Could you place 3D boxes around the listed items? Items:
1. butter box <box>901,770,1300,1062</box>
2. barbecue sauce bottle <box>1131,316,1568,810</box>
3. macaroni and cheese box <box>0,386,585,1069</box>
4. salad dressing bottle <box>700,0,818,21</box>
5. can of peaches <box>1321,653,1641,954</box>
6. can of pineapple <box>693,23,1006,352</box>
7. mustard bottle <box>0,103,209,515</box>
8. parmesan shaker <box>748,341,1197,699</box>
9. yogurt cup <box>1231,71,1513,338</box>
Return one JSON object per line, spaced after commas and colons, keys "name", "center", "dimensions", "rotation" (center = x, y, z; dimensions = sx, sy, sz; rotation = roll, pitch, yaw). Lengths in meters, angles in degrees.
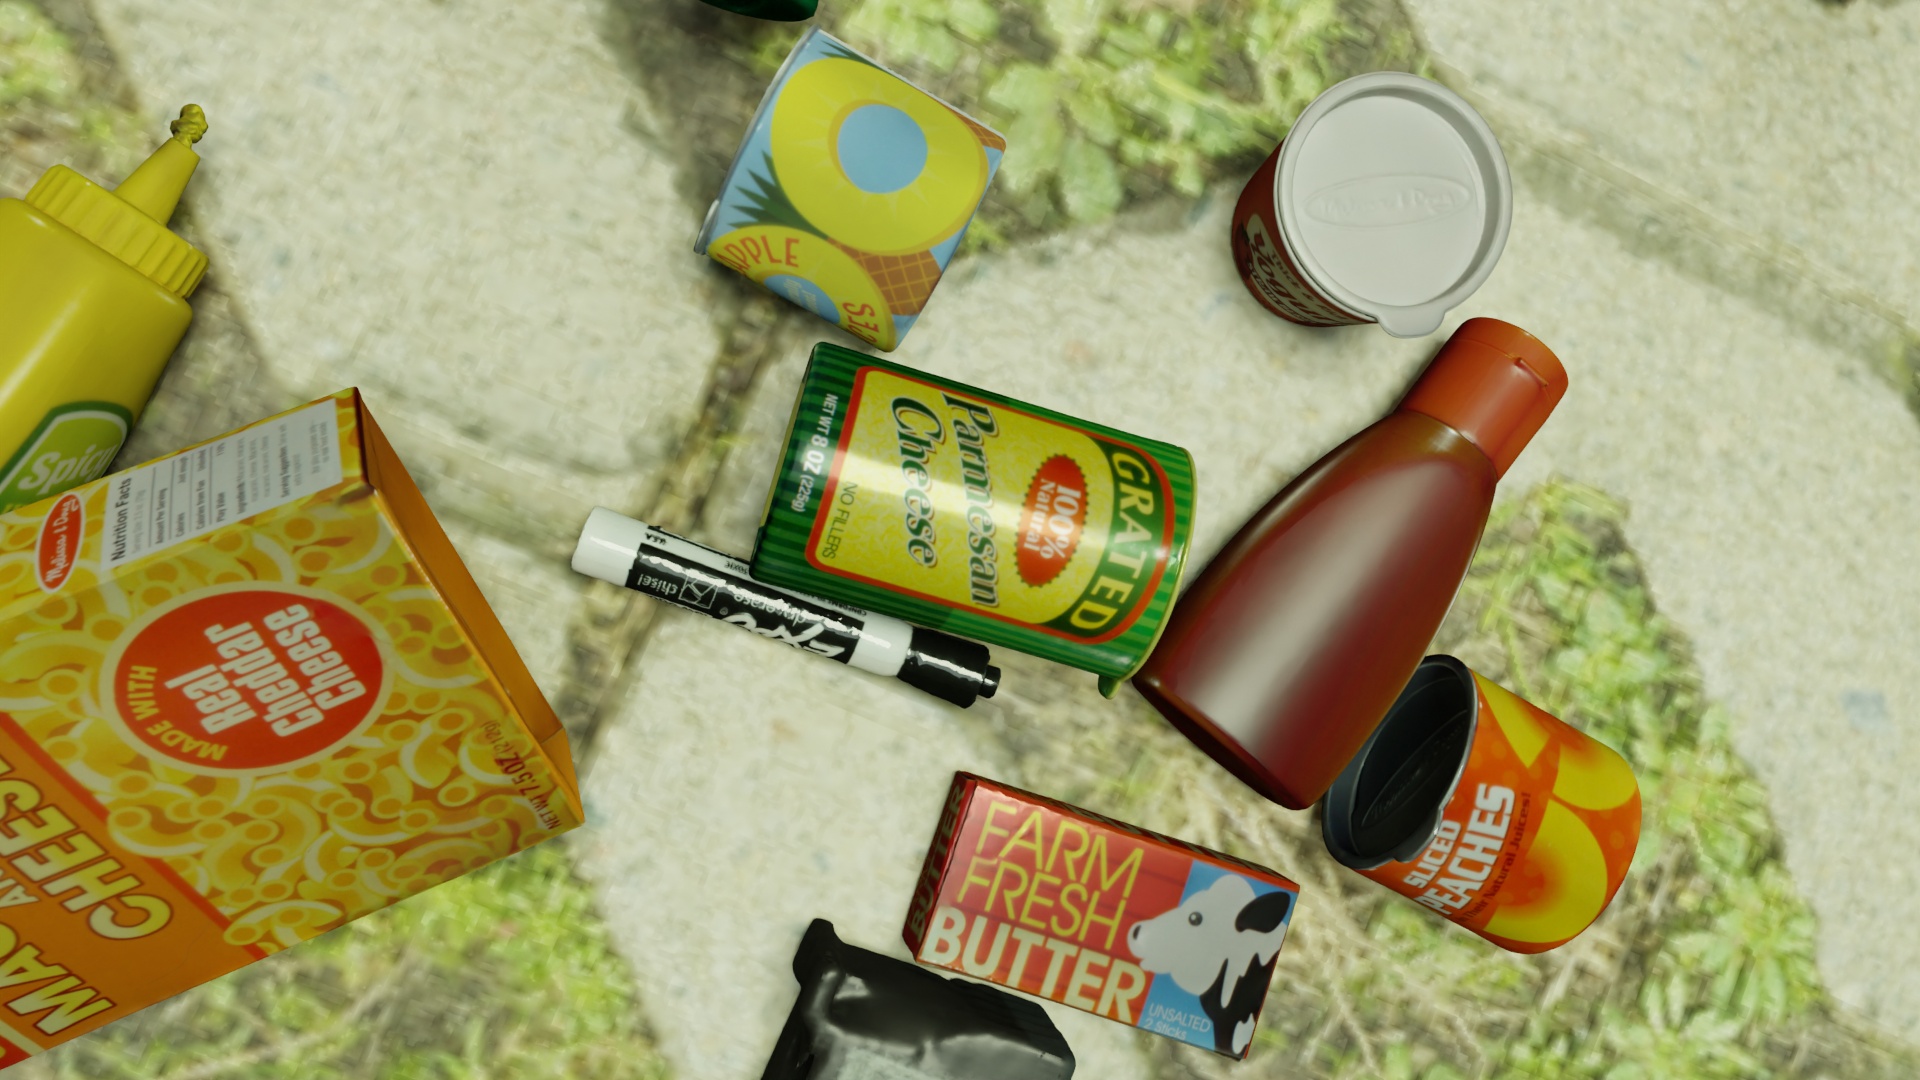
{"name": "butter box", "center": [0.040, 0.106, 0.394], "dimensions": [0.103, 0.024, 0.053], "rotation": [20, 87, -9]}
{"name": "barbecue sauce bottle", "center": [0.117, 0.002, 0.400], "dimensions": [0.065, 0.043, 0.149], "rotation": [41, 82, -7]}
{"name": "macaroni and cheese box", "center": [-0.188, 0.050, 0.314], "dimensions": [0.167, 0.040, 0.123], "rotation": [-22, 134, -9]}
{"name": "salad dressing bottle", "center": [-0.039, -0.203, 0.329], "dimensions": [0.044, 0.064, 0.147], "rotation": [9, 96, -20]}
{"name": "can of peaches", "center": [0.145, 0.076, 0.390], "dimensions": [0.058, 0.071, 0.071], "rotation": [29, 85, -9]}
{"name": "can of pineapple", "center": [-0.029, -0.089, 0.364], "dimensions": [0.058, 0.071, 0.071], "rotation": [28, 85, -9]}
{"name": "mustard bottle", "center": [-0.226, -0.038, 0.330], "dimensions": [0.049, 0.065, 0.160], "rotation": [32, 82, -5]}
{"name": "parmesan shaker", "center": [0.001, -0.005, 0.368], "dimensions": [0.103, 0.071, 0.071], "rotation": [16, 87, -9]}
{"name": "yogurt cup", "center": [0.112, -0.092, 0.395], "dimensions": [0.072, 0.054, 0.072], "rotation": [0, 89, -10]}
